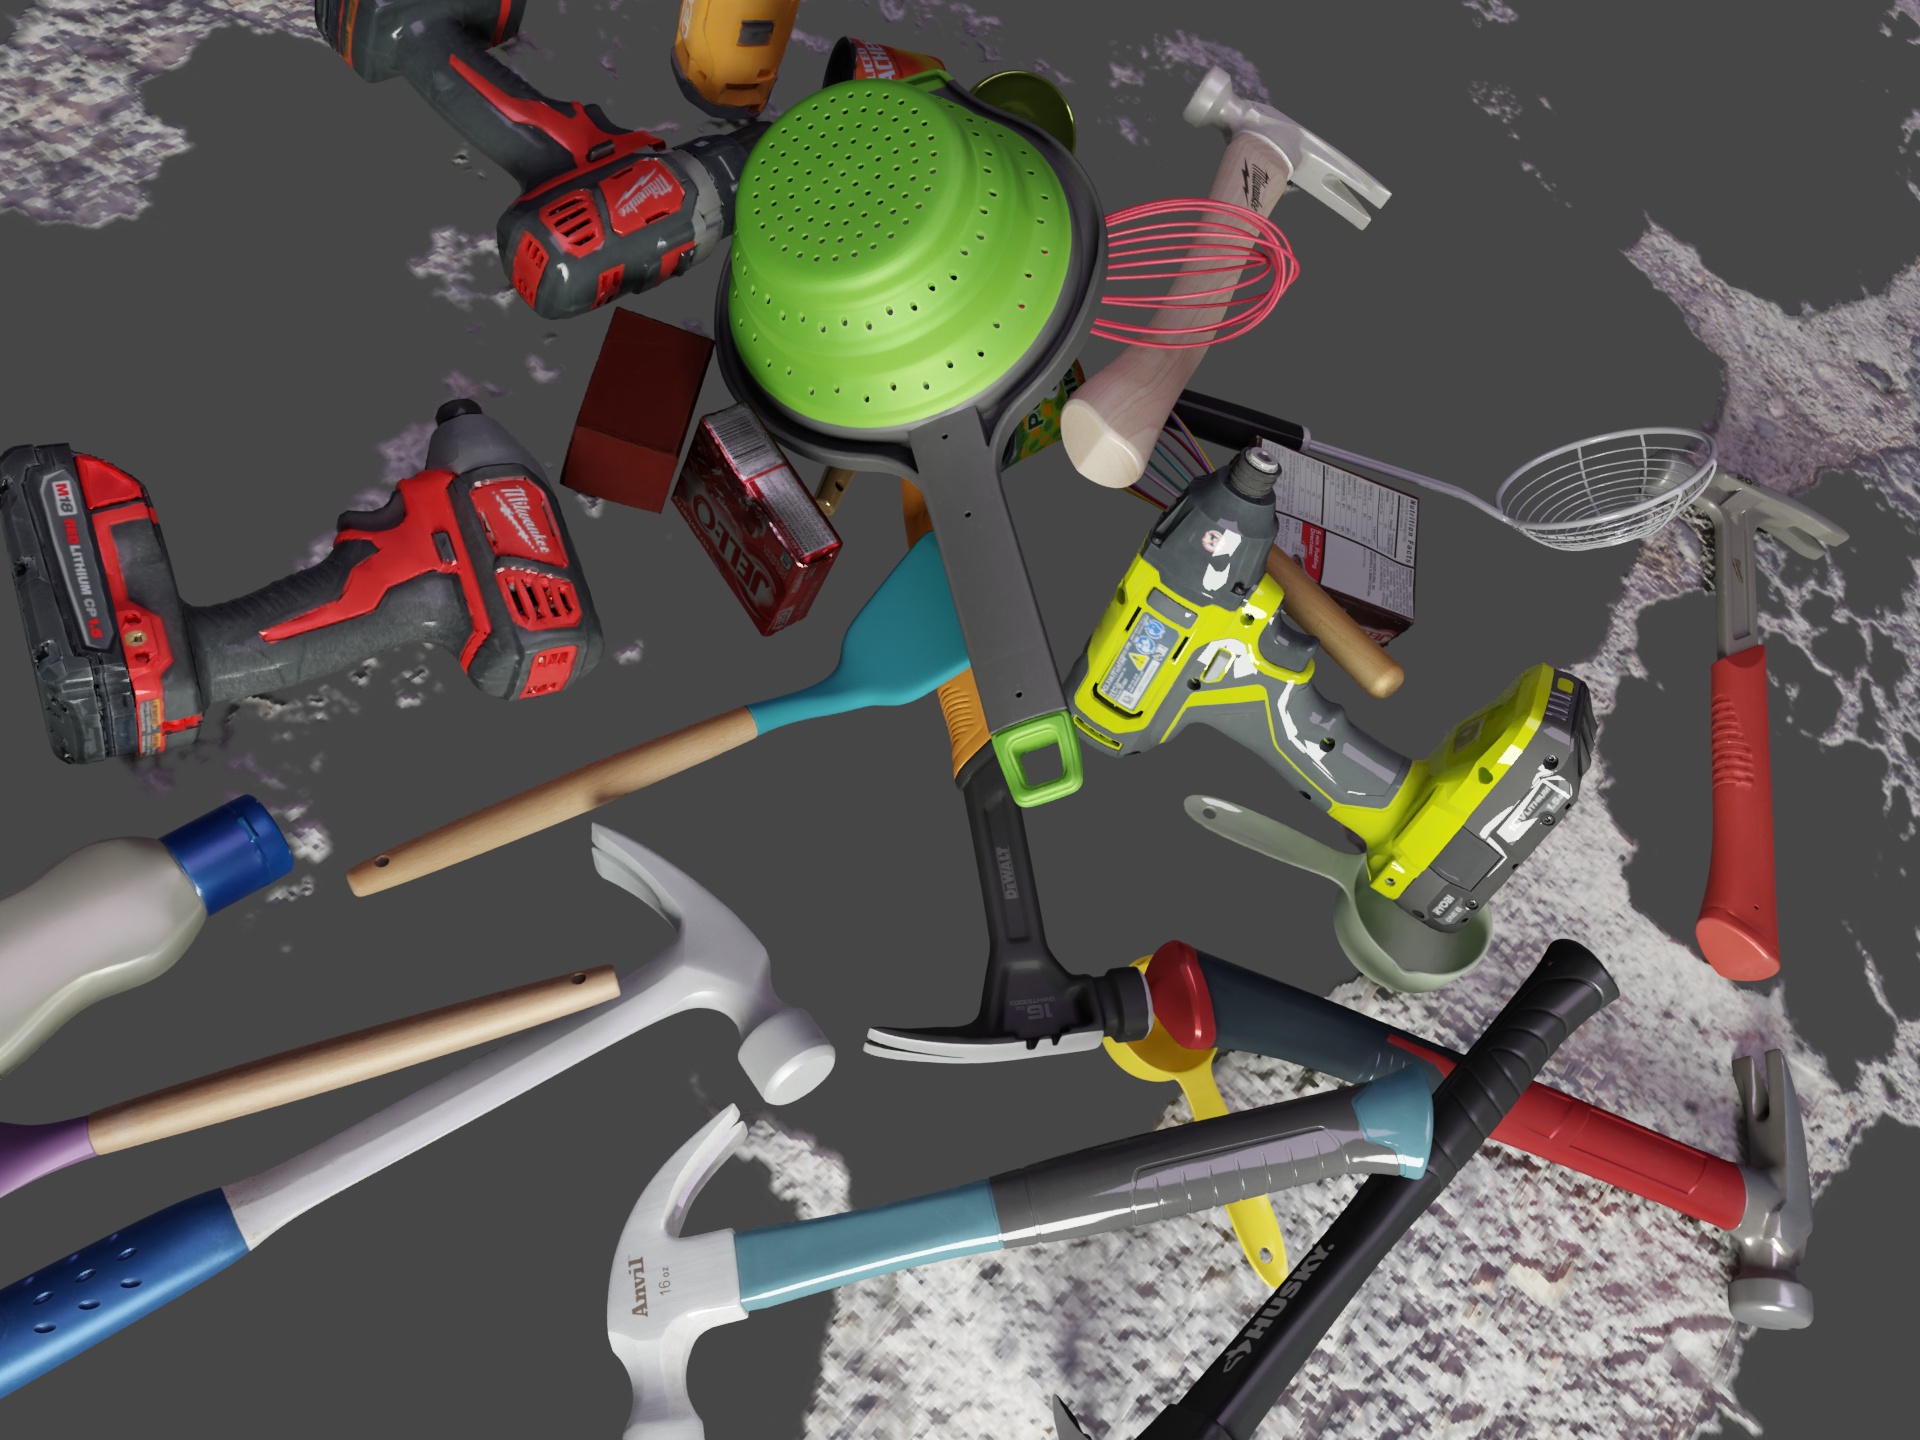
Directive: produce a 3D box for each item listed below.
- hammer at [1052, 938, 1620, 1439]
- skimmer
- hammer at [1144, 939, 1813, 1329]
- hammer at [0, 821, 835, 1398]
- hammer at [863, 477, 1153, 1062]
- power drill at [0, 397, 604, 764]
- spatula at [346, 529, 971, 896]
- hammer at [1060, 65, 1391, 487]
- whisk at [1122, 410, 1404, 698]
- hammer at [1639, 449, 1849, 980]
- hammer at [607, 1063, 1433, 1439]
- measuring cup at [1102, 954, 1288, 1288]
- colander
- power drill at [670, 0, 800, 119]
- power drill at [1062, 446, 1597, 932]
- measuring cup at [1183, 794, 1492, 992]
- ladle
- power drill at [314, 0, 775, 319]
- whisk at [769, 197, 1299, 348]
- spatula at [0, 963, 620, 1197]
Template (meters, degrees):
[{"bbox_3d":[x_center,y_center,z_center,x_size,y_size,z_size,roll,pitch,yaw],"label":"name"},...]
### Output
[{"bbox_3d":[0.172,0.204,0.661,0.335,0.146,0.035,-39,96,-27],"label":"hammer"},{"bbox_3d":[0.266,-0.176,0.941,0.363,0.090,0.127,14,21,-12],"label":"skimmer"},{"bbox_3d":[0.263,0.172,0.777,0.386,0.038,0.143,24,57,-16],"label":"hammer"},{"bbox_3d":[-0.251,0.169,0.571,0.405,0.035,0.144,-27,58,-27],"label":"hammer"},{"bbox_3d":[-0.001,-0.002,0.768,0.127,0.034,0.337,-4,63,-10],"label":"hammer"},{"bbox_3d":[-0.273,-0.067,0.673,0.219,0.078,0.143,-12,70,-30],"label":"power drill"},{"bbox_3d":[-0.118,0.001,0.711,0.317,0.044,0.082,-24,53,-25],"label":"spatula"},{"bbox_3d":[0.151,-0.254,0.922,0.146,0.038,0.411,32,47,-5],"label":"hammer"},{"bbox_3d":[0.143,-0.097,0.847,0.047,0.051,0.245,-35,63,-8],"label":"whisk"},{"bbox_3d":[0.487,-0.006,0.980,0.149,0.036,0.359,22,58,-11],"label":"hammer"},{"bbox_3d":[0.027,0.191,0.621,0.331,0.033,0.128,-12,55,-4],"label":"hammer"},{"bbox_3d":[0.109,0.185,0.733,0.062,0.029,0.157,-14,74,-28],"label":"measuring cup"},{"bbox_3d":[-0.019,-0.155,0.717,0.204,0.094,0.397,-19,68,11],"label":"colander"},{"bbox_3d":[-0.138,-0.477,0.870,0.084,0.185,0.226,-11,67,-25],"label":"power drill"},{"bbox_3d":[0.174,-0.014,0.752,0.223,0.171,0.080,32,39,6],"label":"power drill"},{"bbox_3d":[0.187,0.084,0.814,0.167,0.038,0.083,24,55,4],"label":"measuring cup"},{"bbox_3d":[-0.011,-0.240,0.879,0.078,0.062,0.320,40,56,-30],"label":"ladle"},{"bbox_3d":[-0.202,-0.329,0.833,0.188,0.080,0.227,-38,86,-32],"label":"power drill"},{"bbox_3d":[0.022,-0.223,0.812,0.296,0.073,0.073,2,59,16],"label":"whisk"},{"bbox_3d":[-0.277,0.136,0.560,0.316,0.018,0.060,-15,43,-14],"label":"spatula"}]
